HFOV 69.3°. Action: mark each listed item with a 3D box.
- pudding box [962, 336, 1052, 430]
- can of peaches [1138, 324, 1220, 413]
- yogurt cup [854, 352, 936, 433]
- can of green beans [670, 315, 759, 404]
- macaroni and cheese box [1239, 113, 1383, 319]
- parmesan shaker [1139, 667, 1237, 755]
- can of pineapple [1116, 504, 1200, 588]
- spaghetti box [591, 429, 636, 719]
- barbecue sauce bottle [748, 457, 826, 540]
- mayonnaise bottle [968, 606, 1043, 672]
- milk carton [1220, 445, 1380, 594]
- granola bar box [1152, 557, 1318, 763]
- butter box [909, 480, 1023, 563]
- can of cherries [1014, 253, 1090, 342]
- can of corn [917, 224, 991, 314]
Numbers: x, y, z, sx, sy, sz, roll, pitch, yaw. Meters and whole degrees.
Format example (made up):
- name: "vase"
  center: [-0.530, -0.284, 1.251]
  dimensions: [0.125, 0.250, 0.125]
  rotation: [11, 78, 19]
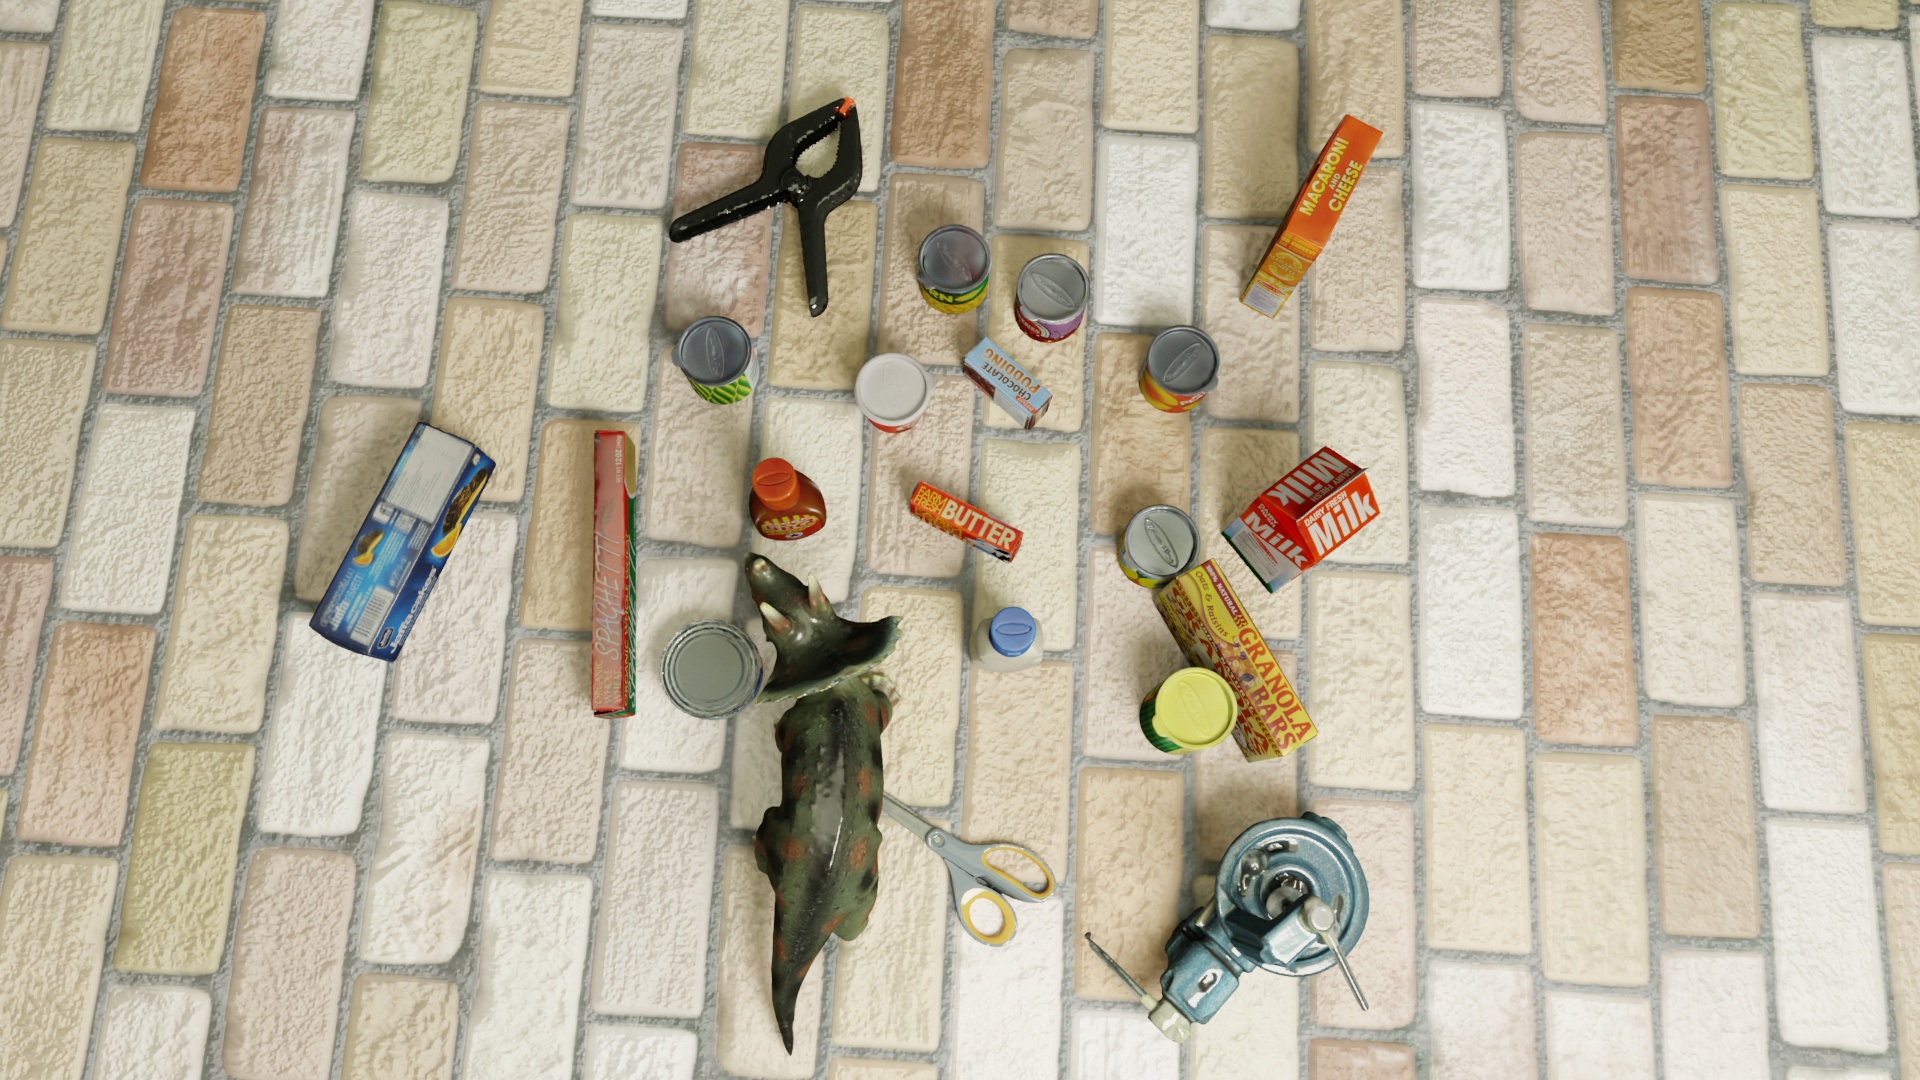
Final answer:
- name: "pudding box"
  center: [0.042, -0.141, 1.254]
  dimensions: [0.084, 0.049, 0.030]
  rotation: [42, 81, 7]
- name: "can of peaches"
  center: [0.199, -0.152, 1.256]
  dimensions: [0.071, 0.058, 0.071]
  rotation: [0, 78, -1]
- name: "yogurt cup"
  center: [-0.060, -0.129, 1.247]
  dimensions: [0.072, 0.054, 0.072]
  rotation: [0, 78, -1]
- name: "can of green beans"
  center: [-0.217, -0.161, 1.248]
  dimensions: [0.071, 0.057, 0.071]
  rotation: [0, 78, -1]
- name: "macaroni and cheese box"
  center: [0.307, -0.283, 1.232]
  dimensions: [0.040, 0.166, 0.124]
  rotation: [28, 79, 4]
- name: "parmesan shaker"
  center: [0.187, 0.146, 1.169]
  dimensions: [0.071, 0.103, 0.071]
  rotation: [0, 78, -1]
- name: "can of pineapple"
  center: [0.171, 0.007, 1.221]
  dimensions: [0.071, 0.057, 0.071]
  rotation: [0, 78, -1]
- name: "spaghetti box"
  center: [-0.301, 0.030, 1.209]
  dimensions: [0.029, 0.050, 0.250]
  rotation: [-2, 78, -2]
- name: "barbecue sauce bottle"
  center: [-0.150, -0.035, 1.177]
  dimensions: [0.065, 0.148, 0.044]
  rotation: [-10, 79, -3]
- name: "mayonnaise bottle"
  center: [0.041, 0.083, 1.156]
  dimensions: [0.065, 0.148, 0.041]
  rotation: [-2, 78, -2]
- name: "milk carton"
  center: [0.286, -0.018, 1.162]
  dimensions: [0.072, 0.190, 0.073]
  rotation: [-37, 81, -8]
- name: "granola bar box"
  center: [0.229, 0.103, 1.168]
  dimensions: [0.039, 0.124, 0.165]
  rotation: [-28, 80, -7]
- name: "butter box"
  center: [0.004, -0.015, 1.225]
  dimensions: [0.103, 0.053, 0.024]
  rotation: [27, 79, 4]
- name: "can of cherries"
  center: [0.080, -0.219, 1.268]
  dimensions: [0.071, 0.058, 0.071]
  rotation: [0, 78, -1]
- name: "can of corn"
  center: [-0.008, -0.245, 1.271]
  dimensions: [0.071, 0.058, 0.071]
  rotation: [0, 78, -1]
